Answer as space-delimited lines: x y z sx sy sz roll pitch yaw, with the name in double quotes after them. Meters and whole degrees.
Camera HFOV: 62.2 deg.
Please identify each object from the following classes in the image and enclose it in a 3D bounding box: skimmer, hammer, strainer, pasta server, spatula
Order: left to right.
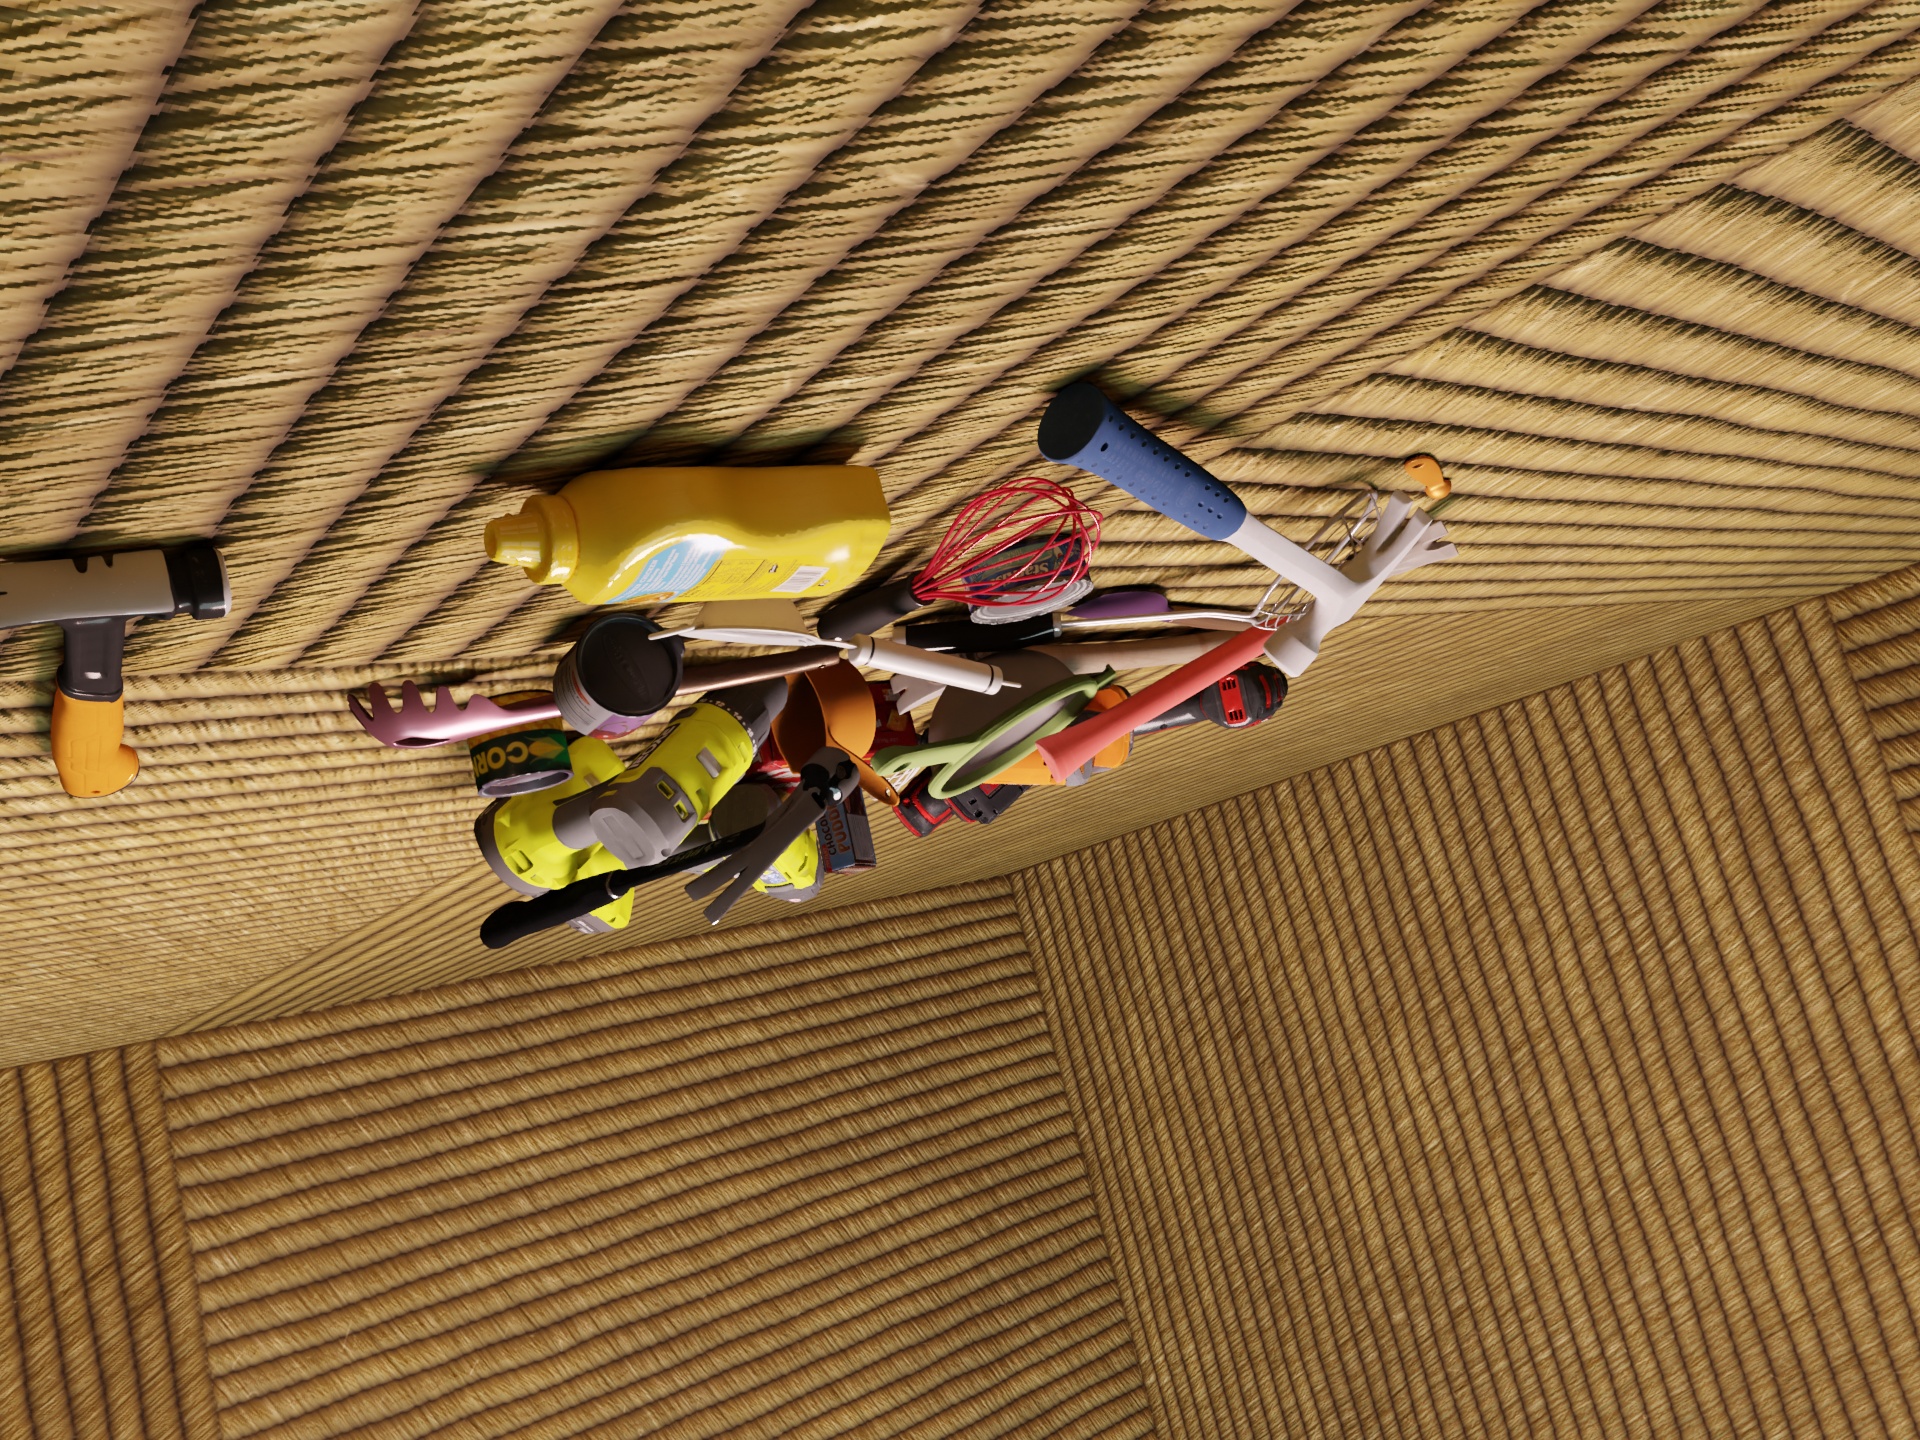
-0.451 -0.011 0.808 0.127 0.034 0.337 -10 169 -30 "hammer"
-0.232 -0.024 1.042 0.316 0.040 0.060 -11 170 -20 "pasta server"
-0.243 0.120 1.159 0.409 0.036 0.149 -21 -160 44 "hammer"
-0.070 -0.048 0.996 0.258 0.050 0.087 12 173 -31 "strainer"
-0.002 -0.004 1.160 0.151 0.069 0.256 -40 165 27 "strainer"
0.129 -0.055 1.421 0.410 0.038 0.146 -6 169 -41 "hammer"
0.129 -0.104 1.169 0.363 0.090 0.127 -5 167 5 "skimmer"
0.192 -0.091 1.363 0.060 0.018 0.315 -22 167 33 "spatula"
0.218 -0.054 1.249 0.359 0.037 0.149 -29 -179 -16 "hammer"
0.168 -0.121 0.946 0.144 0.035 0.405 -49 149 16 "hammer"

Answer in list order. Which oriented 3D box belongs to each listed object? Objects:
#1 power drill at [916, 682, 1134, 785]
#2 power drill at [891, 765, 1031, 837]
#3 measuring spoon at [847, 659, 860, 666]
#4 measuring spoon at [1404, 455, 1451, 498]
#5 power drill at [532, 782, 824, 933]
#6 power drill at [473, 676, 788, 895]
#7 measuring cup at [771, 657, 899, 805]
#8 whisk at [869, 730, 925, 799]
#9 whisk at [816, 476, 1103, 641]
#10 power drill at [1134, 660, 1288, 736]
0.059 0.013 1.430 0.164 0.084 0.226 1 -173 20 "power drill"
0.014 0.053 1.670 0.143 0.078 0.219 -41 -176 -18 "power drill"
-0.085 -0.038 1.249 0.124 0.018 0.034 -14 170 3 "measuring spoon"
0.334 -0.172 1.133 0.021 0.011 0.117 -19 169 23 "measuring spoon"
-0.233 0.121 1.342 0.223 0.080 0.171 -7 151 12 "power drill"
-0.239 0.042 1.176 0.228 0.080 0.191 -19 -156 42 "power drill"
-0.077 0.013 1.172 0.052 0.095 0.174 -14 -145 -35 "measuring cup"
-0.033 0.024 1.604 0.057 0.059 0.246 22 149 -24 "whisk"
-0.013 -0.086 0.984 0.073 0.073 0.296 -8 174 -35 "whisk"
0.214 -0.011 1.586 0.227 0.080 0.188 -13 180 23 "power drill"
